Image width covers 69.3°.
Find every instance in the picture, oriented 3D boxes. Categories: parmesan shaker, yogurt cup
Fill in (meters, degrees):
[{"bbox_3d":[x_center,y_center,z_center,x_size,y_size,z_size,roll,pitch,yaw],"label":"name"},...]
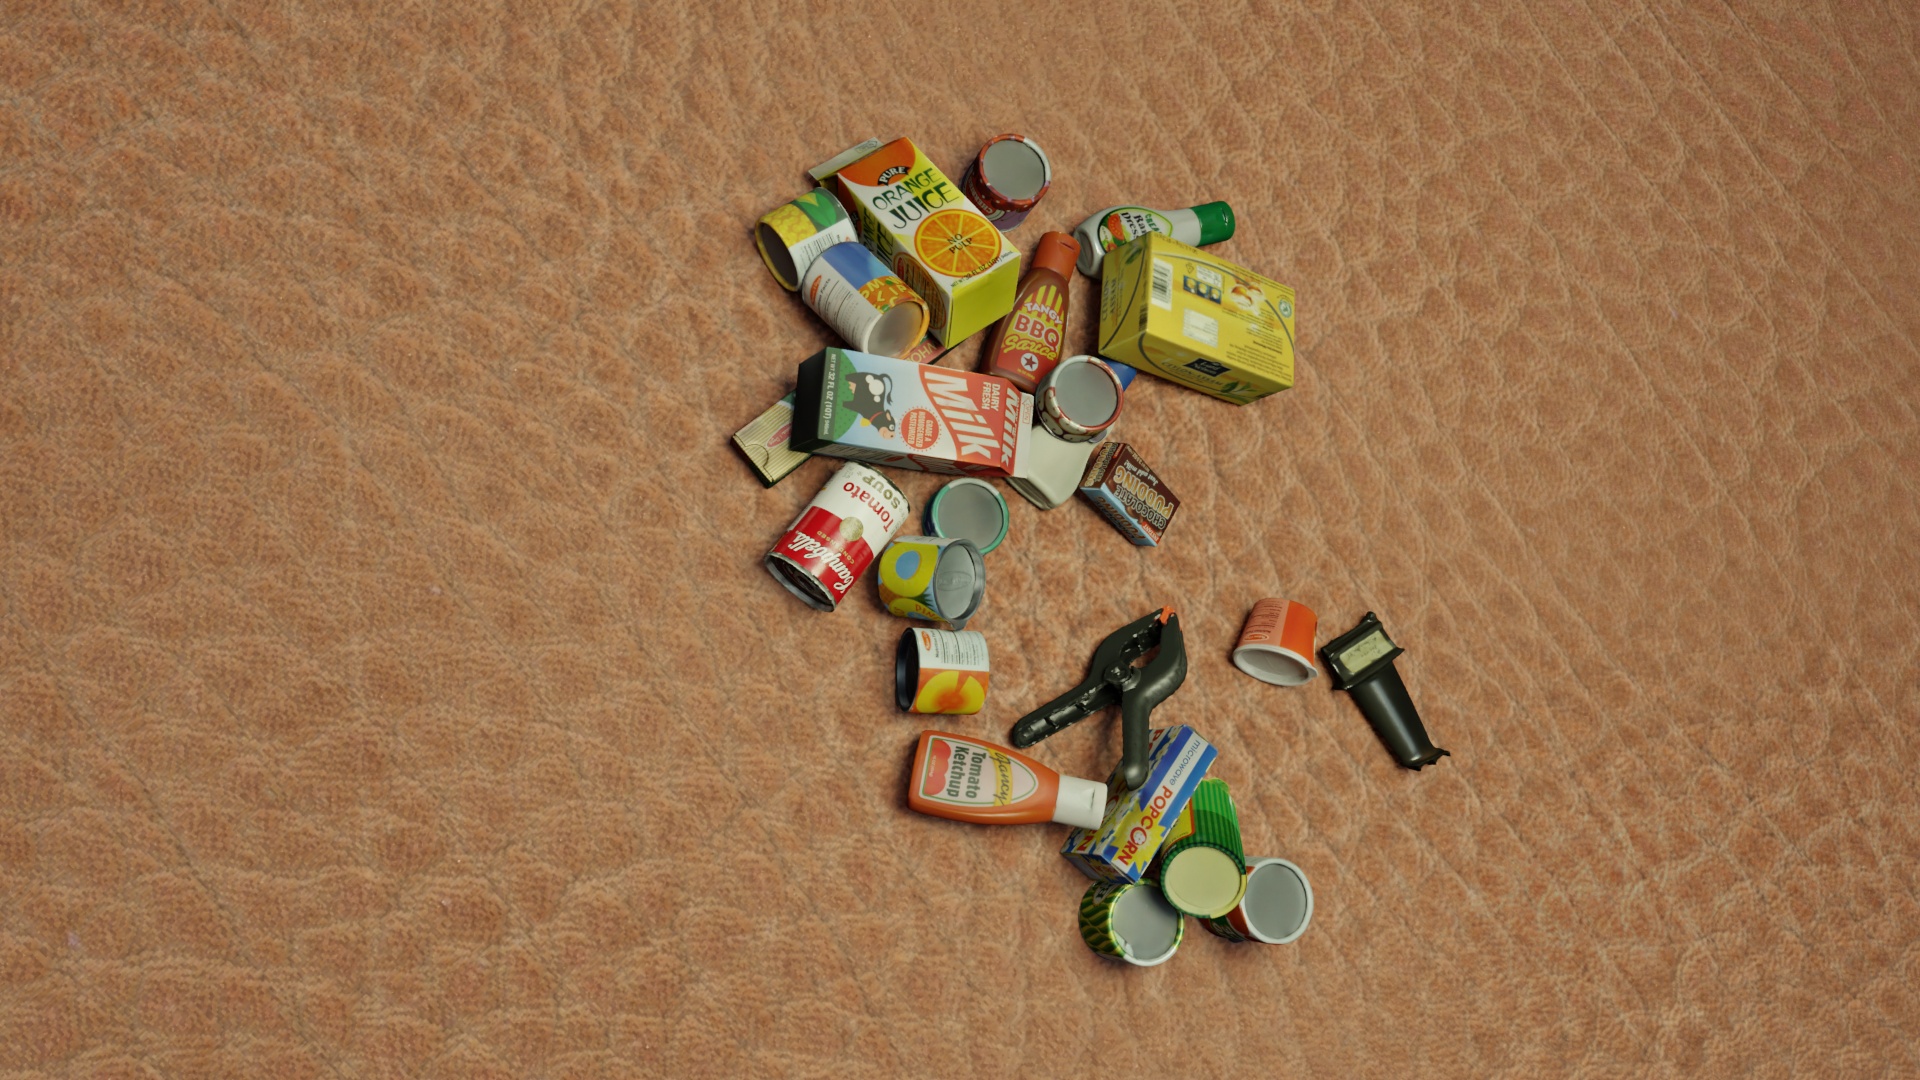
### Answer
[{"bbox_3d":[0.187,0.235,1.079,0.071,0.103,0.071,2,106,6],"label":"parmesan shaker"},{"bbox_3d":[0.269,0.084,1.173,0.072,0.072,0.054,26,64,-11],"label":"yogurt cup"}]

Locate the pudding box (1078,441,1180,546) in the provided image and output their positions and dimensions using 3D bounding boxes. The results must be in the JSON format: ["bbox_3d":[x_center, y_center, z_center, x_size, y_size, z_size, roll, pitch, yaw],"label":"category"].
[{"bbox_3d":[0.142,-0.038,1.160,0.083,0.030,0.050,44,68,-31],"label":"pudding box"}]

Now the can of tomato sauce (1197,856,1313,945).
[{"bbox_3d":[0.231,0.287,1.104,0.071,0.083,0.071,4,77,-17],"label":"can of tomato sauce"}]

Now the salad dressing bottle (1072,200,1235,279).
[{"bbox_3d":[0.172,-0.270,1.230,0.148,0.044,0.064,-16,86,-21],"label":"salad dressing bottle"}]

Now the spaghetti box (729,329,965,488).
[{"bbox_3d":[-0.075,-0.134,1.128,0.251,0.028,0.050,-40,92,-21],"label":"spaghetti box"}]

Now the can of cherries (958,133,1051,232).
[{"bbox_3d":[0.036,-0.304,1.186,0.071,0.058,0.071,4,77,-17],"label":"can of cherries"}]

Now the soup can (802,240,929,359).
[{"bbox_3d":[-0.072,-0.187,1.095,0.071,0.071,0.084,-33,59,-21],"label":"soup can"}]

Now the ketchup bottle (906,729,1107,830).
[{"bbox_3d":[0.036,0.190,1.065,0.149,0.043,0.065,11,64,0],"label":"ketchup bottle"}]

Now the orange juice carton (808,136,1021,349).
[{"bbox_3d":[-0.040,-0.255,1.127,0.072,0.072,0.193,-33,69,-20],"label":"orange juice carton"}]

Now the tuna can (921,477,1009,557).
[{"bbox_3d":[0.004,-0.014,1.125,0.071,0.032,0.071,4,76,-17],"label":"tuna can"}]

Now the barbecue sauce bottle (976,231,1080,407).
[{"bbox_3d":[0.064,-0.190,1.178,0.065,0.043,0.149,25,71,-18],"label":"barbecue sauce bottle"}]

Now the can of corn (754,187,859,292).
[{"bbox_3d":[-0.126,-0.243,1.118,0.058,0.071,0.071,-33,90,-21],"label":"can of corn"}]

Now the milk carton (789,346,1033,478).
[{"bbox_3d":[-0.030,-0.095,1.085,0.191,0.073,0.072,8,83,-24],"label":"milk carton"}]

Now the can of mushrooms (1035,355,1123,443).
[{"bbox_3d":[0.099,-0.114,1.133,0.071,0.033,0.071,5,74,-18],"label":"can of mushrooms"}]

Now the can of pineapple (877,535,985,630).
[{"bbox_3d":[-0.023,0.031,1.079,0.071,0.058,0.071,-7,99,-53],"label":"can of pineapple"}]

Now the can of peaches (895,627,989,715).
[{"bbox_3d":[-0.015,0.103,1.077,0.058,0.071,0.071,4,77,-17],"label":"can of peaches"}]

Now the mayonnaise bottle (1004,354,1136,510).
[{"bbox_3d":[0.096,-0.098,1.170,0.064,0.041,0.148,41,68,-9],"label":"mayonnaise bottle"}]

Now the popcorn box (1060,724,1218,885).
[{"bbox_3d":[0.140,0.206,1.092,0.038,0.085,0.127,40,70,-7],"label":"popcorn box"}]

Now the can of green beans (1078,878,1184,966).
[{"bbox_3d":[0.133,0.296,1.084,0.071,0.057,0.071,4,77,-17],"label":"can of green beans"}]
